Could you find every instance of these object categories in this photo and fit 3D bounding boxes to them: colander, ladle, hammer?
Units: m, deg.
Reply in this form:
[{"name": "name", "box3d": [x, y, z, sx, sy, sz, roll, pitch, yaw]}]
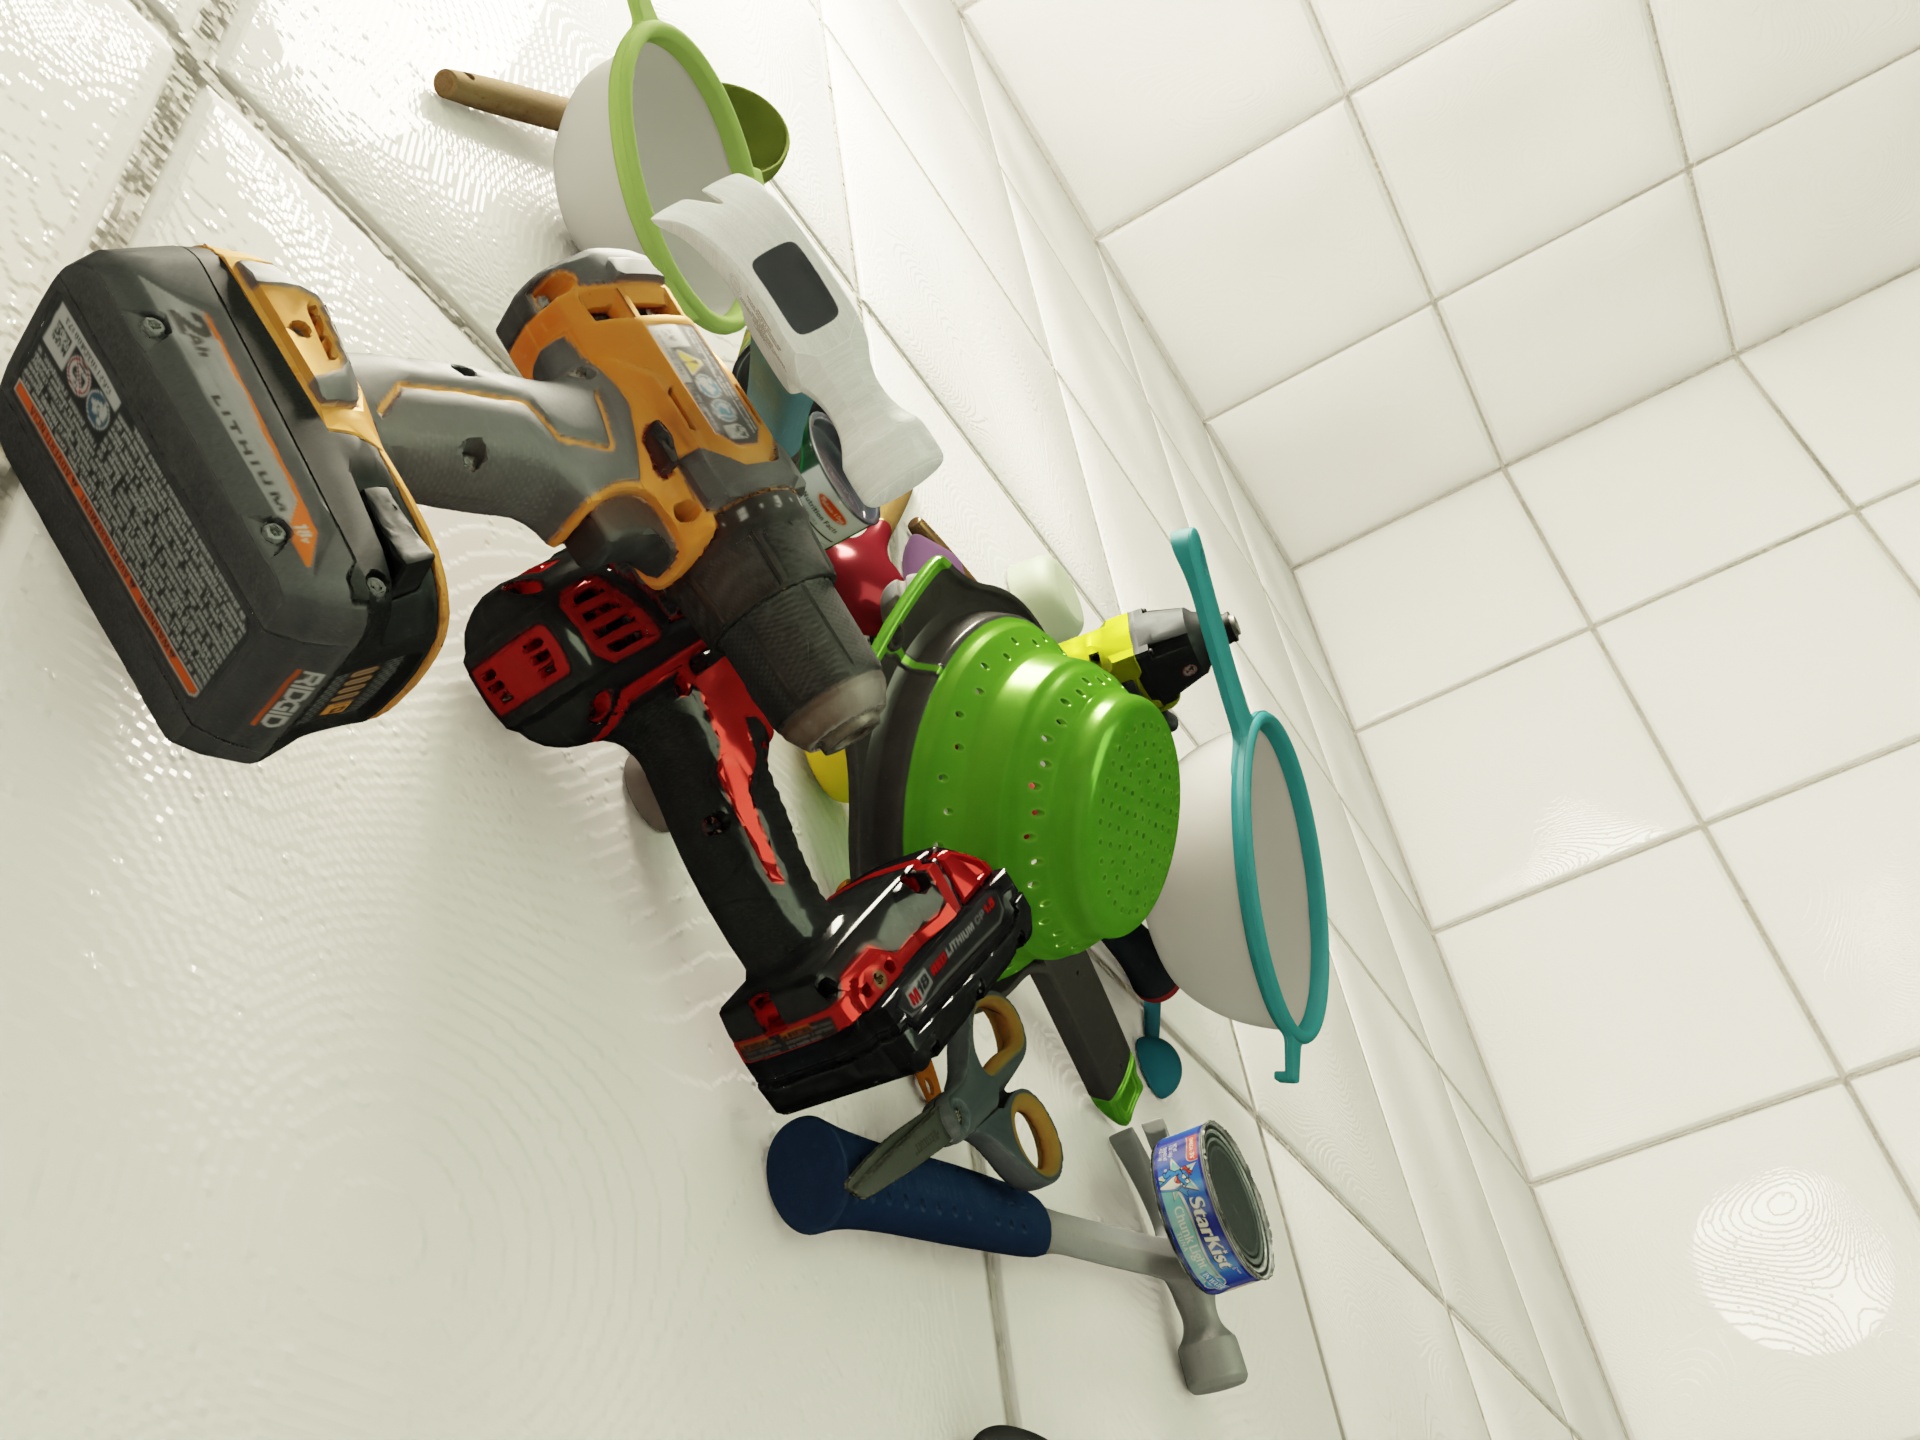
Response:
[{"name": "colander", "box3d": [0.067, 0.096, 0.792, 0.205, 0.094, 0.396, -62, 143, -34]}, {"name": "ladle", "box3d": [-0.181, -0.331, 0.864, 0.078, 0.062, 0.320, 41, 20, 4]}, {"name": "ladle", "box3d": [-0.047, -0.124, 0.996, 0.069, 0.031, 0.316, 35, 21, -10]}, {"name": "hammer", "box3d": [-0.076, -0.113, 0.641, 0.128, 0.033, 0.331, 59, -12, -1]}, {"name": "hammer", "box3d": [0.055, 0.084, 0.936, 0.385, 0.038, 0.143, 53, 23, -45]}, {"name": "hammer", "box3d": [0.037, 0.230, 0.735, 0.405, 0.035, 0.144, 38, 31, -54]}]

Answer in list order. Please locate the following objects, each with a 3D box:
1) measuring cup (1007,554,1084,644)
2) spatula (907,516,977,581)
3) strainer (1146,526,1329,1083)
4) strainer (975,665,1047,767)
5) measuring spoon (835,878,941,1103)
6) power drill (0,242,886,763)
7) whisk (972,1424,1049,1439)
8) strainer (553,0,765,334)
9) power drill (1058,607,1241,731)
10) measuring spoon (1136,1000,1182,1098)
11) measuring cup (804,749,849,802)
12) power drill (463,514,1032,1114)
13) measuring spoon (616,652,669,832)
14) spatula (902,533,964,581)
[{"name": "measuring cup", "box3d": [0.087, -0.055, 1.264, 0.083, 0.038, 0.168, 12, 55, -68]}, {"name": "spatula", "box3d": [0.063, -0.043, 1.166, 0.317, 0.044, 0.082, 48, 13, -34]}, {"name": "strainer", "box3d": [0.149, 0.047, 1.001, 0.211, 0.095, 0.340, -54, 129, -59]}, {"name": "strainer", "box3d": [0.062, 0.033, 1.016, 0.087, 0.050, 0.258, 44, -6, 42]}, {"name": "measuring spoon", "box3d": [-0.033, 0.128, 0.726, 0.117, 0.011, 0.021, 68, 16, 0]}, {"name": "power drill", "box3d": [-0.127, -0.054, 0.470, 0.185, 0.084, 0.226, 57, 34, 7]}, {"name": "whisk", "box3d": [0.090, 0.360, 0.682, 0.284, 0.070, 0.070, 46, 25, -34]}, {"name": "strainer", "box3d": [-0.159, -0.215, 0.774, 0.151, 0.069, 0.257, 51, 37, -60]}, {"name": "power drill", "box3d": [0.140, 0.018, 1.106, 0.223, 0.171, 0.080, 53, 24, -41]}, {"name": "measuring spoon", "box3d": [0.138, 0.204, 1.077, 0.042, 0.021, 0.129, 57, 20, -20]}, {"name": "measuring cup", "box3d": [-0.044, 0.032, 0.813, 0.156, 0.029, 0.062, 56, 15, -62]}, {"name": "power drill", "box3d": [-0.073, 0.022, 0.596, 0.219, 0.078, 0.143, 57, 37, -8]}, {"name": "measuring spoon", "box3d": [-0.124, -0.014, 0.639, 0.034, 0.018, 0.124, 34, 37, -58]}, {"name": "spatula", "box3d": [-0.002, -0.003, 0.975, 0.059, 0.018, 0.316, 25, 39, -34]}]
